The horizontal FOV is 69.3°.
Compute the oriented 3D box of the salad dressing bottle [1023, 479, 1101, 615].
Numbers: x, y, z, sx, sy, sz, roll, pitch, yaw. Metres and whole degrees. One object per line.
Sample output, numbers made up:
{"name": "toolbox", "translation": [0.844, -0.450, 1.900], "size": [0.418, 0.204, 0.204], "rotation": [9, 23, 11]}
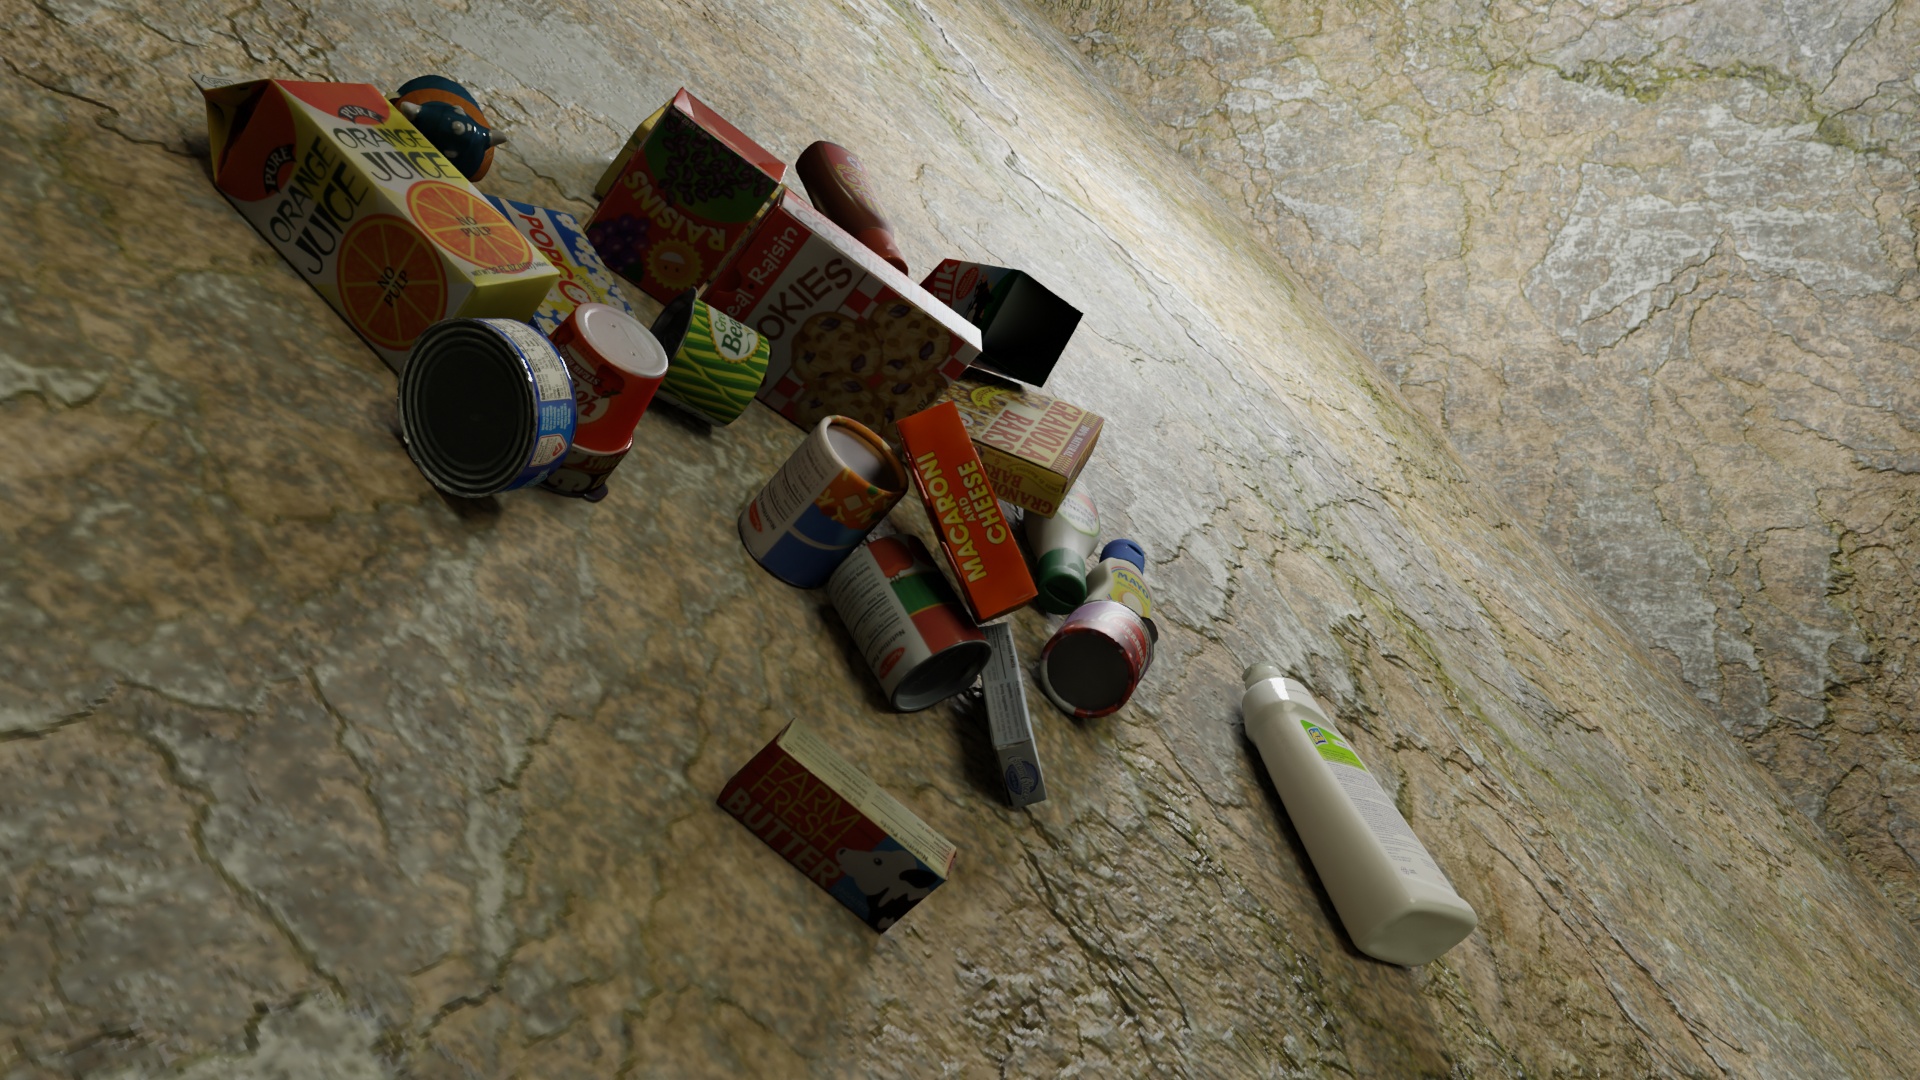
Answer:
{"name": "salad dressing bottle", "translation": [0.077, 0.003, 1.060], "size": [0.064, 0.043, 0.148], "rotation": [33, 27, -14]}

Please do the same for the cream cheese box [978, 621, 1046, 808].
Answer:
{"name": "cream cheese box", "translation": [0.029, 0.102, 0.829], "size": [0.104, 0.024, 0.053], "rotation": [-100, 177, -51]}

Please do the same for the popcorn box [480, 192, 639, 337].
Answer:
{"name": "popcorn box", "translation": [-0.246, -0.146, 0.823], "size": [0.085, 0.038, 0.127], "rotation": [0, 49, -54]}

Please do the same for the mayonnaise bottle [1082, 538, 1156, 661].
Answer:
{"name": "mayonnaise bottle", "translation": [0.120, 0.046, 1.058], "size": [0.065, 0.041, 0.149], "rotation": [37, 27, -10]}

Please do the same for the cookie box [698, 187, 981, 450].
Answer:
{"name": "cookie box", "translation": [-0.089, -0.139, 0.941], "size": [0.167, 0.122, 0.040], "rotation": [34, 26, -20]}

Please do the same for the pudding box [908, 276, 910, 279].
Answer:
{"name": "pudding box", "translation": [-0.052, -0.184, 1.150], "size": [0.030, 0.049, 0.084], "rotation": [10, 41, -52]}

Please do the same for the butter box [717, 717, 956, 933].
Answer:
{"name": "butter box", "translation": [-0.058, 0.134, 0.653], "size": [0.103, 0.053, 0.024], "rotation": [40, 28, -6]}

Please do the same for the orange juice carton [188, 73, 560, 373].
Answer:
{"name": "orange juice carton", "translation": [-0.314, -0.178, 0.732], "size": [0.193, 0.072, 0.072], "rotation": [45, 25, 4]}

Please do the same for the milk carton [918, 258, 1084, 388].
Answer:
{"name": "milk carton", "translation": [0.018, -0.191, 1.191], "size": [0.072, 0.073, 0.191], "rotation": [29, 1, -28]}

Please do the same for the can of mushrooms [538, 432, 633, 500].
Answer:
{"name": "can of mushrooms", "translation": [-0.210, -0.057, 0.745], "size": [0.071, 0.033, 0.071], "rotation": [34, 26, -19]}

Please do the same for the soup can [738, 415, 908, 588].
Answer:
{"name": "soup can", "translation": [-0.079, -0.022, 0.825], "size": [0.071, 0.083, 0.072], "rotation": [35, 26, -20]}

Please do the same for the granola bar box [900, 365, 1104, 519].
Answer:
{"name": "granola bar box", "translation": [0.037, -0.081, 1.086], "size": [0.124, 0.039, 0.166], "rotation": [22, 24, 7]}

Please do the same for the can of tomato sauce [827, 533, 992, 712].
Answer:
{"name": "can of tomato sauce", "translation": [-0.029, 0.047, 0.810], "size": [0.071, 0.071, 0.083], "rotation": [6, 43, -52]}

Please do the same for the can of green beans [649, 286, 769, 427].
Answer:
{"name": "can of green beans", "translation": [-0.160, -0.111, 0.862], "size": [0.058, 0.071, 0.071], "rotation": [27, 30, -32]}

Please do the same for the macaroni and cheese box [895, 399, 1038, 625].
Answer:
{"name": "macaroni and cheese box", "translation": [0.003, -0.011, 0.855], "size": [0.166, 0.040, 0.124], "rotation": [80, -13, -85]}

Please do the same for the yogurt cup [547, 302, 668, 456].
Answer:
{"name": "yogurt cup", "translation": [-0.188, -0.085, 0.716], "size": [0.072, 0.053, 0.073], "rotation": [34, 26, -20]}

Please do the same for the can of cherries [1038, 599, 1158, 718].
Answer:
{"name": "can of cherries", "translation": [0.094, 0.078, 0.937], "size": [0.071, 0.071, 0.058], "rotation": [46, 25, 4]}

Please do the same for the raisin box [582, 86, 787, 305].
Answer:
{"name": "raisin box", "translation": [-0.188, -0.226, 0.930], "size": [0.086, 0.123, 0.040], "rotation": [33, 28, -21]}

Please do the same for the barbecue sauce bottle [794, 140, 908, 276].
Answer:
{"name": "barbecue sauce bottle", "translation": [-0.079, -0.241, 1.049], "size": [0.065, 0.043, 0.149], "rotation": [25, 30, -43]}
